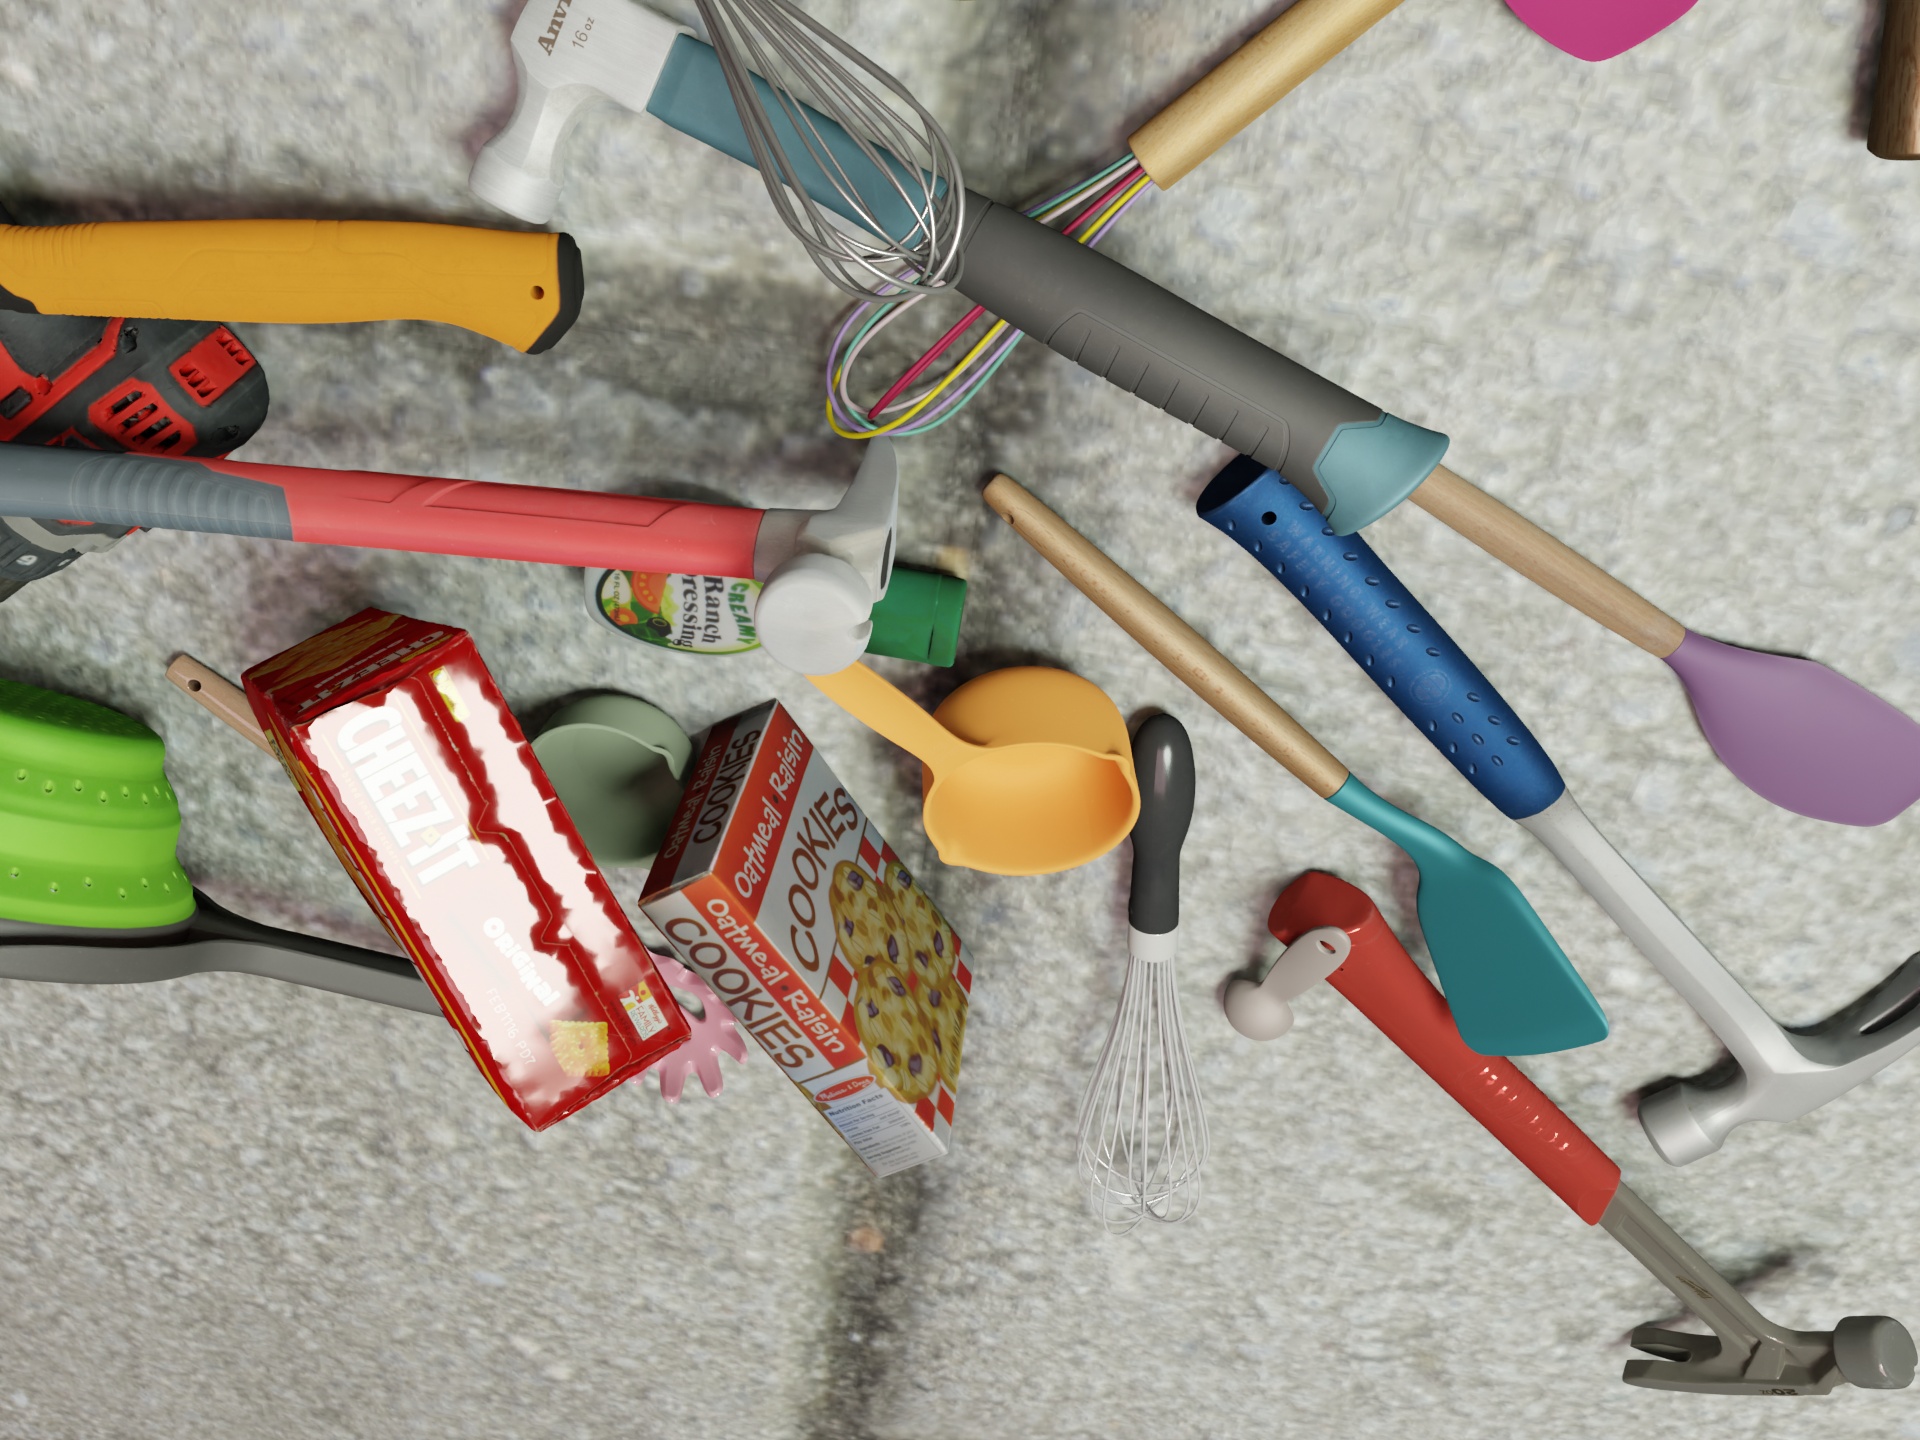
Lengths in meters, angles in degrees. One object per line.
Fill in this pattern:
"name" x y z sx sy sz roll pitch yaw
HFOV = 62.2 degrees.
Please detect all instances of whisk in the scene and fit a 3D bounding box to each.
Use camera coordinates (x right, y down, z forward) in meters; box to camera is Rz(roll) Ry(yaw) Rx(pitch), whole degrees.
"whisk" 0.086 0.124 0.722 0.070 0.070 0.284 2 119 7
"whisk" 0.047 -0.172 0.542 0.245 0.047 0.051 -34 111 22
"whisk" -0.076 -0.224 0.473 0.246 0.059 0.057 54 131 6

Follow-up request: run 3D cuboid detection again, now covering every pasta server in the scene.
"pasta server" -0.231 0.072 0.742 0.316 0.040 0.060 39 92 -15

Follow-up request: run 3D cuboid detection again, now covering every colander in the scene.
"colander" -0.341 0.059 0.715 0.396 0.205 0.094 19 90 -23

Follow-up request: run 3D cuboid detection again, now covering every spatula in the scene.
"spatula" 0.126 0.016 0.629 0.317 0.044 0.082 40 154 -7
"spatula" 0.252 -0.041 0.612 0.315 0.018 0.059 30 123 -12

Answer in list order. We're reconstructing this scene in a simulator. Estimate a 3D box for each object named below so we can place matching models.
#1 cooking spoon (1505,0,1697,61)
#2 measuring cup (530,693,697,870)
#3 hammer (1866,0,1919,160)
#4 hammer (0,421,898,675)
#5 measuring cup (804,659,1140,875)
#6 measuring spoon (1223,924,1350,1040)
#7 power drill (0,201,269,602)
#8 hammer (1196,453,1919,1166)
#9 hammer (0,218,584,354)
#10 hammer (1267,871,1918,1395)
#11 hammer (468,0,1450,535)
"cooking spoon" 0.129 -0.332 0.440 0.069 0.017 0.318 -28 116 22
"measuring cup" -0.124 0.054 0.716 0.083 0.038 0.167 -31 116 25
"hammer" 0.273 -0.318 0.421 0.130 0.031 0.331 -6 122 11
"hammer" -0.216 -0.083 0.567 0.386 0.143 0.038 5 122 2
"measuring cup" -0.001 -0.002 0.628 0.095 0.052 0.173 -32 130 29
"measuring spoon" 0.142 0.117 0.695 0.034 0.018 0.124 34 153 9
"power drill" -0.401 -0.152 0.600 0.188 0.080 0.226 -27 118 22
"hammer" 0.248 0.036 0.652 0.144 0.035 0.405 -37 111 27
"hammer" -0.299 -0.159 0.533 0.337 0.034 0.127 -1 120 -10
"hammer" 0.269 0.201 0.740 0.359 0.037 0.149 43 145 -12
"hammer" 0.003 -0.154 0.519 0.331 0.033 0.128 30 109 3
